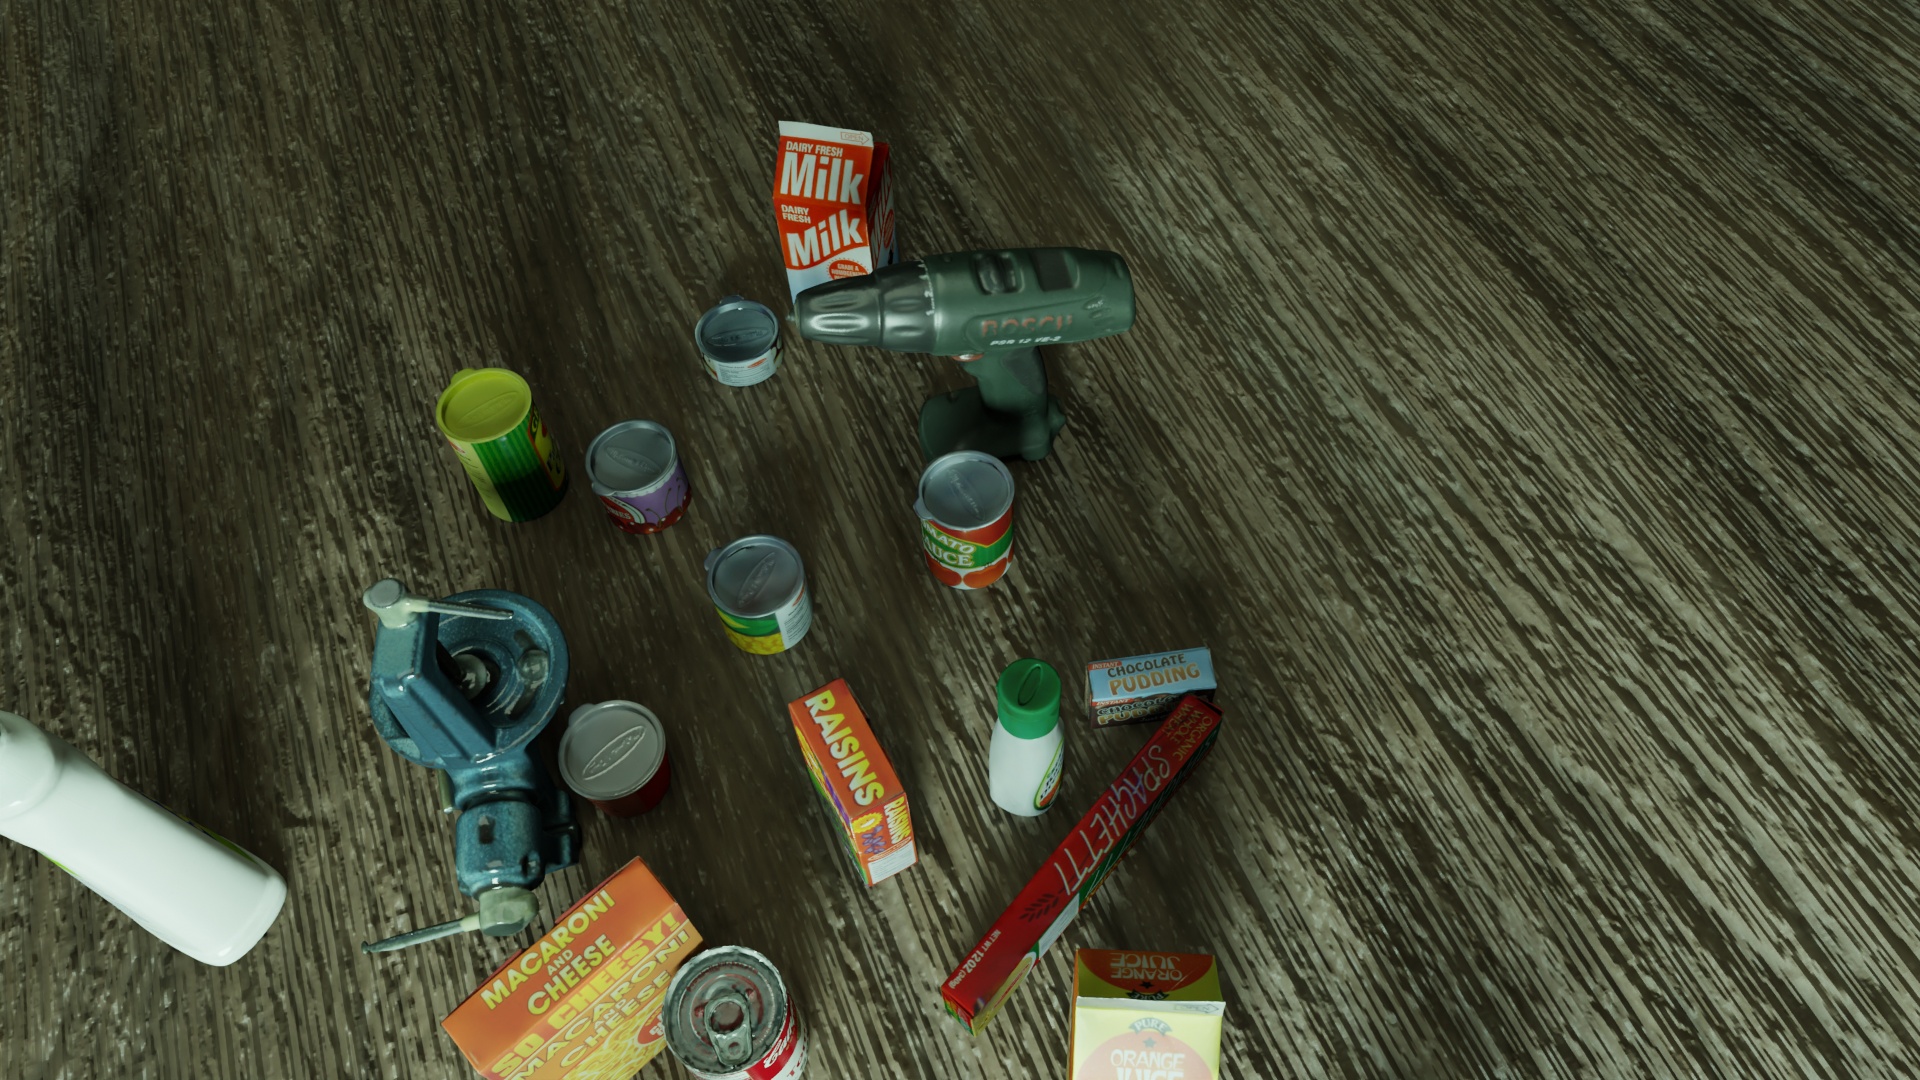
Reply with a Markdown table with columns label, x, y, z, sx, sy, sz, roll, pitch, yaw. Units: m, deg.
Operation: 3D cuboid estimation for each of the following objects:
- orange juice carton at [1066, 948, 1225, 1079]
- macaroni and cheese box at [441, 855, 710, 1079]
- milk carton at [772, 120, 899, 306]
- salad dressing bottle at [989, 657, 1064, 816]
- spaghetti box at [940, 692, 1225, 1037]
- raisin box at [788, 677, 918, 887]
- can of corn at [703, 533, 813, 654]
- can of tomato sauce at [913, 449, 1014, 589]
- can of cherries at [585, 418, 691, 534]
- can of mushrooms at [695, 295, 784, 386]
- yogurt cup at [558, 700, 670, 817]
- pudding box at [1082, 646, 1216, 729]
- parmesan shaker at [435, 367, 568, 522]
| label | x | y | z | sx | sy | sz | roll | pitch | yaw |
| --- | --- | --- | --- | --- | --- | --- | --- | --- | --- |
| orange juice carton | 0.093 | 0.266 | 0.731 | 0.072 | 0.191 | 0.073 | 3 | 58 | 4 |
| macaroni and cheese box | -0.198 | 0.253 | 0.766 | 0.124 | 0.165 | 0.040 | -40 | 64 | -20 |
| milk carton | -0.093 | -0.243 | 1.063 | 0.072 | 0.189 | 0.074 | 9 | 59 | 8 |
| salad dressing bottle | 0.041 | 0.121 | 0.851 | 0.044 | 0.147 | 0.064 | 20 | 61 | 14 |
| spaghetti box | 0.079 | 0.196 | 0.860 | 0.029 | 0.050 | 0.251 | 35 | 65 | 22 |
| raisin box | -0.064 | 0.150 | 0.851 | 0.040 | 0.122 | 0.086 | -25 | 60 | -13 |
| can of corn | -0.140 | 0.037 | 0.964 | 0.071 | 0.058 | 0.071 | -1 | 58 | 2 |
| can of tomato sauce | 0.003 | -0.012 | 0.975 | 0.071 | 0.082 | 0.071 | -1 | 58 | 2 |
| can of cherries | -0.237 | -0.045 | 1.020 | 0.071 | 0.058 | 0.072 | -1 | 58 | 2 |
| can of mushrooms | -0.175 | -0.159 | 1.105 | 0.071 | 0.033 | 0.071 | -1 | 58 | 2 |
| yogurt cup | -0.220 | 0.145 | 0.902 | 0.072 | 0.053 | 0.073 | -1 | 58 | 2 |
| pudding box | 0.125 | 0.098 | 0.920 | 0.084 | 0.049 | 0.030 | -7 | 58 | -2 |
| parmesan shaker | -0.333 | -0.070 | 1.014 | 0.071 | 0.102 | 0.071 | -1 | 58 | 2 |
